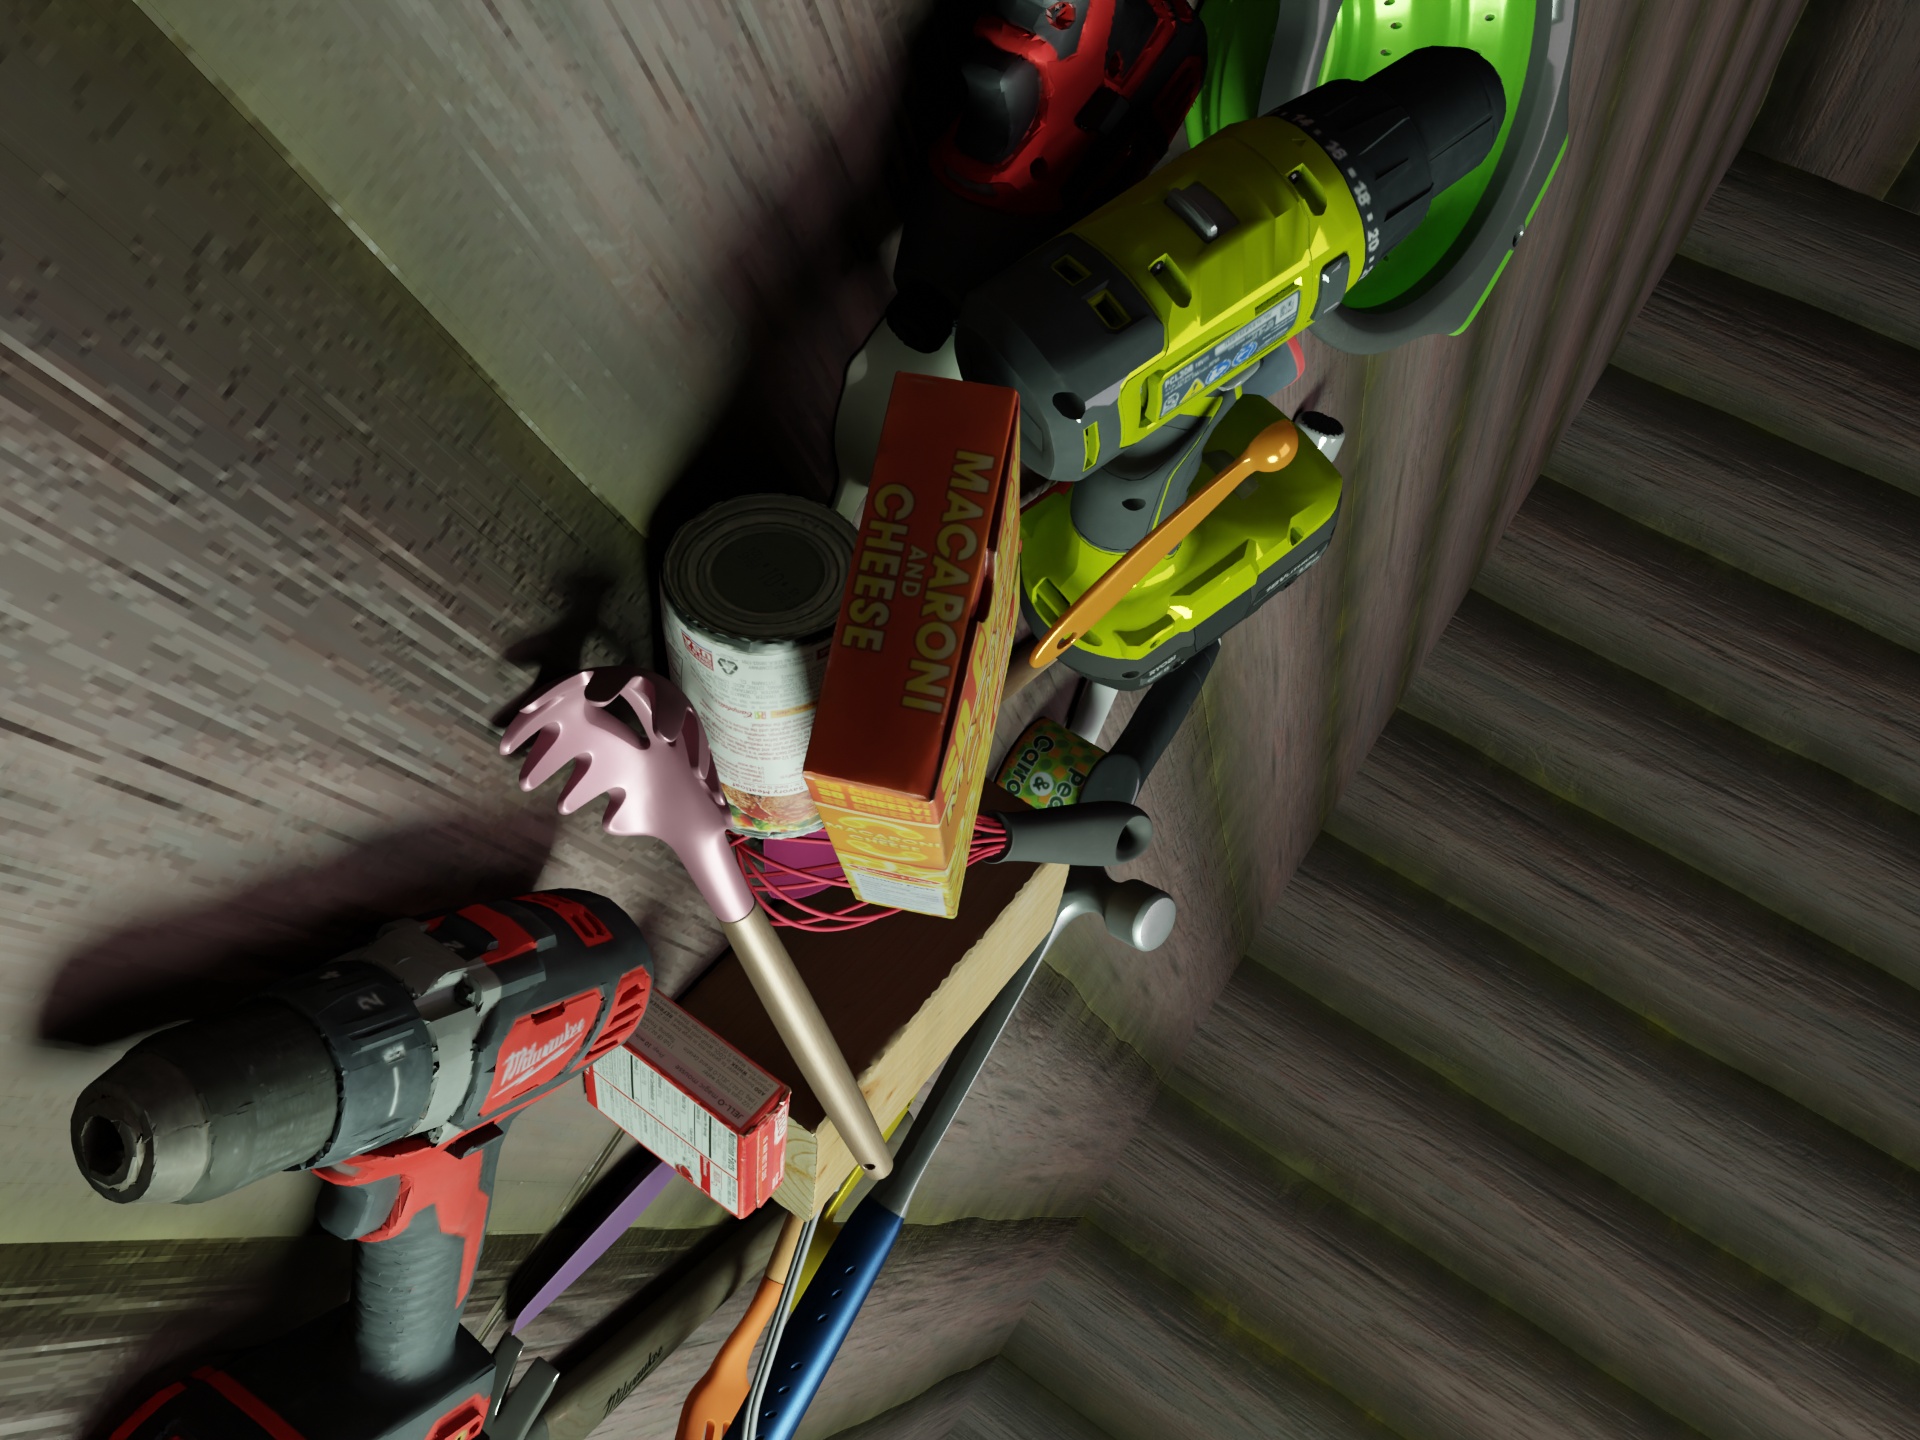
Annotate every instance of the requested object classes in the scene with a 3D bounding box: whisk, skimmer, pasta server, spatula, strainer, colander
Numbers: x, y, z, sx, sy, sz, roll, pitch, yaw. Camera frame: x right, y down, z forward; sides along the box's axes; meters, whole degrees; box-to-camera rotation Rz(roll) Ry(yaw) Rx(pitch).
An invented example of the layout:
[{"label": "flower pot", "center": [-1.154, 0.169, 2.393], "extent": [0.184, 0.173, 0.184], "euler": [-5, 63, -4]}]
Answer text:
[{"label": "whisk", "center": [0.002, 0.050, 0.680], "extent": [0.295, 0.073, 0.073], "euler": [4, 116, -53]}, {"label": "skimmer", "center": [-0.113, 0.282, 0.794], "extent": [0.127, 0.090, 0.363], "euler": [-23, -136, 60]}, {"label": "pasta server", "center": [-0.074, 0.089, 0.572], "extent": [0.315, 0.060, 0.040], "euler": [71, 21, -43]}, {"label": "spatula", "center": [-0.086, 0.291, 0.884], "extent": [0.081, 0.041, 0.323], "euler": [32, 77, -45]}, {"label": "spatula", "center": [-0.108, 0.181, 0.798], "extent": [0.316, 0.018, 0.059], "euler": [-45, 170, -36]}, {"label": "strainer", "center": [0.102, -0.052, 0.953], "extent": [0.087, 0.050, 0.258], "euler": [-21, 143, -40]}, {"label": "colander", "center": [0.114, -0.282, 0.583], "extent": [0.396, 0.095, 0.204], "euler": [25, 94, -54]}]

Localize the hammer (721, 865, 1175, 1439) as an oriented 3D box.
[{"label": "hammer", "center": [-0.037, 0.245, 0.847], "extent": [0.035, 0.144, 0.405], "euler": [39, 77, -46]}]

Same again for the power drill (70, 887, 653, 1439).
[{"label": "power drill", "center": [-0.190, 0.162, 0.472], "extent": [0.188, 0.080, 0.226], "euler": [-12, 127, -66]}]

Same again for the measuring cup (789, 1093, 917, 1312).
[{"label": "measuring cup", "center": [-0.059, 0.293, 0.971], "extent": [0.156, 0.029, 0.062], "euler": [-56, 160, -13]}]

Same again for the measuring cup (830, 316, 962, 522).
[{"label": "measuring cup", "center": [-0.027, -0.073, 0.581], "extent": [0.167, 0.038, 0.083], "euler": [-65, 161, 10]}]

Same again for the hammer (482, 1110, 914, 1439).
[{"label": "hammer", "center": [-0.132, 0.309, 0.906], "extent": [0.410, 0.038, 0.146], "euler": [-24, 140, -61]}]

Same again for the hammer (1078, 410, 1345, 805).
[{"label": "hammer", "center": [0.156, -0.056, 1.000], "extent": [0.409, 0.036, 0.149], "euler": [-52, 164, -49]}]

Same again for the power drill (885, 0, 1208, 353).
[{"label": "power drill", "center": [0.015, -0.205, 0.442], "extent": [0.143, 0.078, 0.219], "euler": [-54, 164, -13]}]

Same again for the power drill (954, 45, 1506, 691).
[{"label": "power drill", "center": [0.093, -0.117, 0.562], "extent": [0.190, 0.080, 0.228], "euler": [-35, 160, -11]}]

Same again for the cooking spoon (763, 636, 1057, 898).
[{"label": "cooking spoon", "center": [-0.001, -0.003, 0.790], "extent": [0.319, 0.017, 0.068], "euler": [-37, 135, -49]}]

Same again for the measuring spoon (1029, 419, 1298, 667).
[{"label": "measuring spoon", "center": [0.068, -0.055, 0.527], "extent": [0.117, 0.011, 0.021], "euler": [-43, 156, 11]}]

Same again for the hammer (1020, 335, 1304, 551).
[{"label": "hammer", "center": [0.077, -0.110, 0.789], "extent": [0.386, 0.038, 0.143], "euler": [-40, 150, -46]}]
